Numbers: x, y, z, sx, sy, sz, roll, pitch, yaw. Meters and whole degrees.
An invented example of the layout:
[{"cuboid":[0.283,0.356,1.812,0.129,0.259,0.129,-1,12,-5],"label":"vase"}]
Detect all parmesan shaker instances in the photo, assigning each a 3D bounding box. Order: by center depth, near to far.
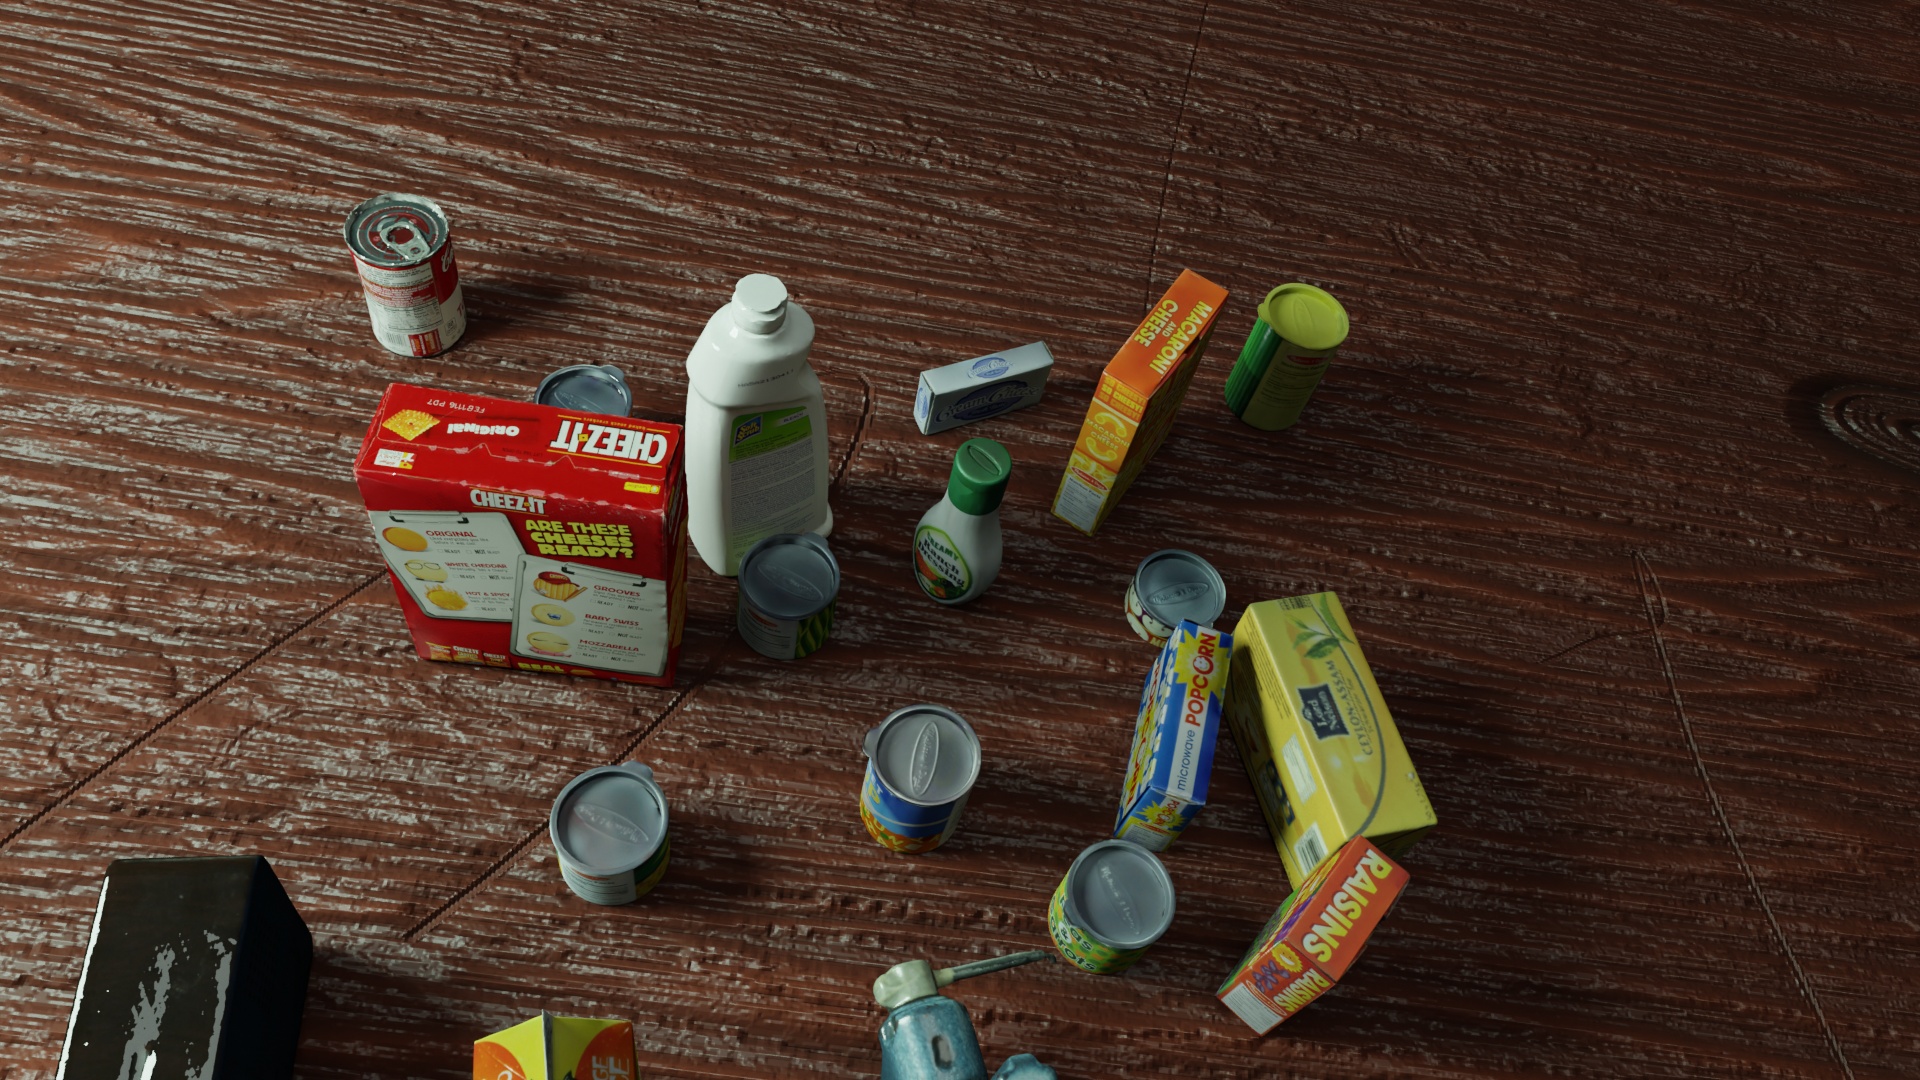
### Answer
[{"cuboid":[0.250,-0.142,1.086,0.071,0.102,0.071,5,56,-8],"label":"parmesan shaker"}]

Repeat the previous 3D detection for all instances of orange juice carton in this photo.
[{"cuboid":[-0.190,0.284,0.666,0.073,0.191,0.072,-3,58,-13],"label":"orange juice carton"}]

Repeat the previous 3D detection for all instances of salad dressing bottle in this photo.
[{"cuboid":[0.003,-0.012,0.926,0.064,0.146,0.044,43,60,17],"label":"salad dressing bottle"}]

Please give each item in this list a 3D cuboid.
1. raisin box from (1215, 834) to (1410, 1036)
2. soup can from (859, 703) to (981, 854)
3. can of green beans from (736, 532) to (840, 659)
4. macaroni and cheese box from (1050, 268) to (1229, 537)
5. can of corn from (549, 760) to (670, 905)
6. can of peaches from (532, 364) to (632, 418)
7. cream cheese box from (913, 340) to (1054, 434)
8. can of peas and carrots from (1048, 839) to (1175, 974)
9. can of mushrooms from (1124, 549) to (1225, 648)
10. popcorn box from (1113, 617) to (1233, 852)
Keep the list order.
[{"cuboid":[0.206,0.234,0.817,0.040,0.122,0.086,40,59,15],"label":"raisin box"},{"cuboid":[-0.029,0.147,0.854,0.071,0.083,0.072,5,56,-8],"label":"soup can"},{"cuboid":[-0.115,0.038,0.925,0.071,0.057,0.071,5,56,-8],"label":"can of green beans"},{"cuboid":[0.127,-0.095,0.994,0.040,0.165,0.124,32,57,11],"label":"macaroni and cheese box"},{"cuboid":[-0.204,0.173,0.819,0.071,0.058,0.071,5,56,-8],"label":"can of corn"},{"cuboid":[-0.261,-0.081,0.975,0.071,0.057,0.071,5,56,-8],"label":"can of peaches"},{"cuboid":[0.017,-0.115,1.054,0.104,0.053,0.024,-17,62,-21],"label":"cream cheese box"},{"cuboid":[0.088,0.224,0.841,0.071,0.058,0.071,5,56,-8],"label":"can of peas and carrots"},{"cuboid":[0.153,0.044,0.986,0.071,0.033,0.071,5,56,-8],"label":"can of mushrooms"},{"cuboid":[0.138,0.127,0.898,0.038,0.084,0.127,17,56,1],"label":"popcorn box"}]
